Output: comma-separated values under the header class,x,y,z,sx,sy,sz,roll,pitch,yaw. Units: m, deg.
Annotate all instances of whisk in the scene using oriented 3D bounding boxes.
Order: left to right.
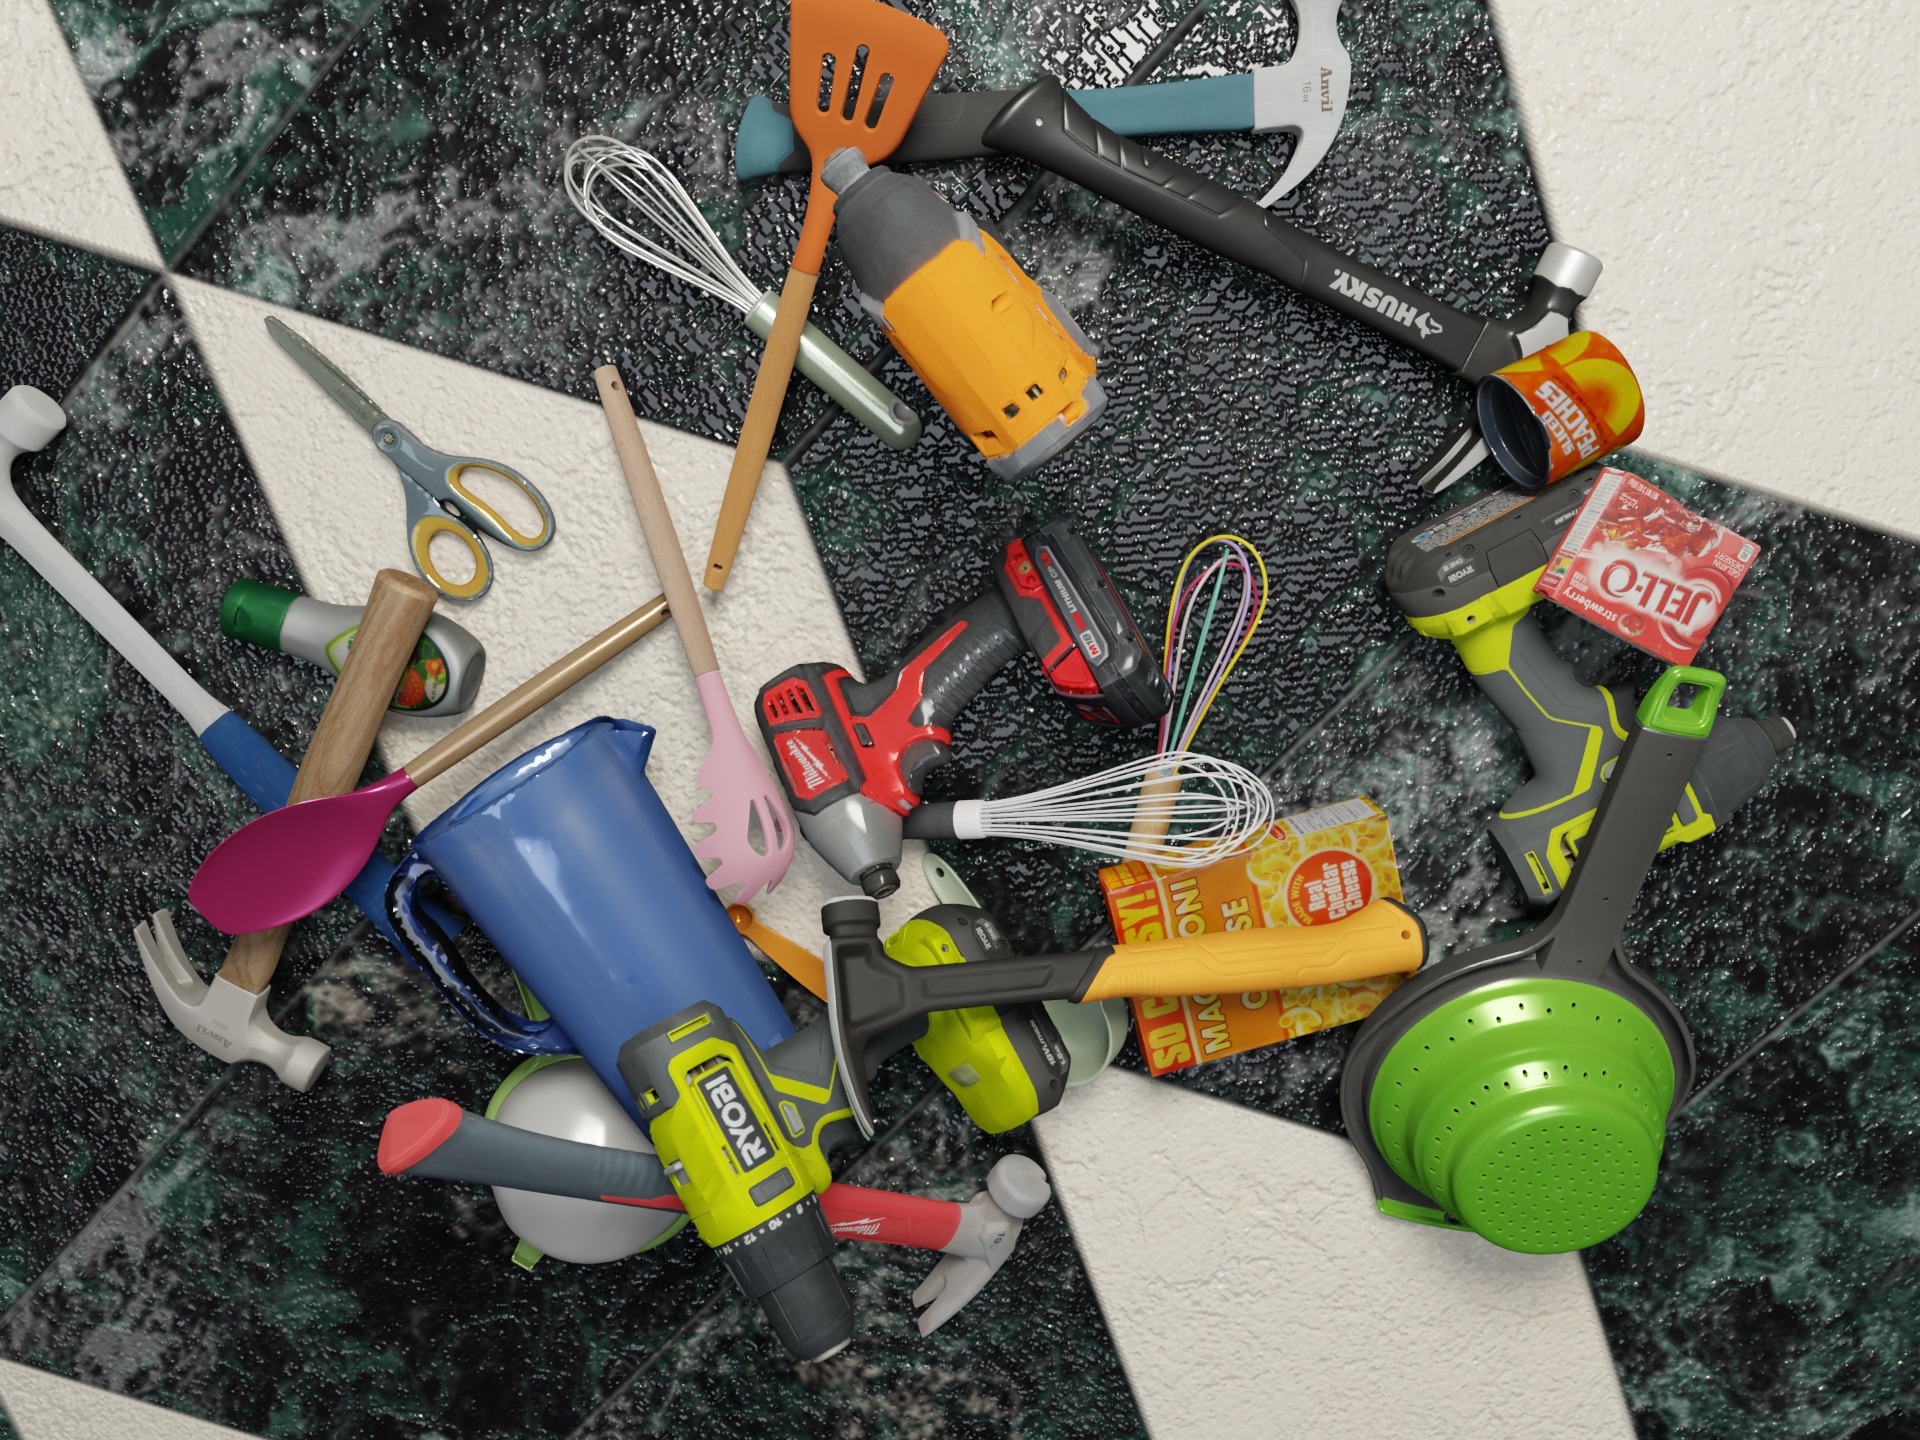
class,x,y,z,sx,sy,sz,roll,pitch,yaw
whisk,-0.119,-0.234,0.886,0.246,0.058,0.059,39,137,-8
whisk,0.037,0.055,0.914,0.284,0.070,0.070,-4,103,19
whisk,0.128,0.012,0.925,0.047,0.051,0.245,12,106,-5

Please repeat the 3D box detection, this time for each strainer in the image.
class,x,y,z,sx,sy,sz,roll,pitch,yaw
strainer,-0.248,0.233,0.983,0.151,0.069,0.256,-14,103,7

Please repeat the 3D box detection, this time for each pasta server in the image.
class,x,y,z,sx,sy,sz,roll,pitch,yaw
pasta server,-0.158,-0.050,0.911,0.040,0.060,0.316,-21,87,48

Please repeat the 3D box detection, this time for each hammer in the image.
class,x,y,z,sx,sy,sz,roll,pitch,yaw
hammer,-0.462,-0.002,0.961,0.144,0.035,0.405,-41,97,11
hammer,-0.385,0.060,0.933,0.130,0.031,0.331,27,106,-3
hammer,-0.141,0.281,0.911,0.386,0.038,0.143,19,119,-28
hammer,0.041,-0.326,0.858,0.331,0.033,0.128,-3,101,4
hammer,0.096,0.144,0.867,0.337,0.034,0.127,-5,68,-10
hammer,0.166,-0.241,0.837,0.334,0.035,0.146,22,105,-14

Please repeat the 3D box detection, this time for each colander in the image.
class,x,y,z,sx,sy,sz,roll,pitch,yaw
colander,0.342,0.163,0.872,0.204,0.095,0.396,10,117,-3

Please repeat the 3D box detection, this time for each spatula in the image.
class,x,y,z,sx,sy,sz,roll,pitch,yaw
spatula,-0.092,-0.215,0.848,0.081,0.041,0.322,17,111,-6

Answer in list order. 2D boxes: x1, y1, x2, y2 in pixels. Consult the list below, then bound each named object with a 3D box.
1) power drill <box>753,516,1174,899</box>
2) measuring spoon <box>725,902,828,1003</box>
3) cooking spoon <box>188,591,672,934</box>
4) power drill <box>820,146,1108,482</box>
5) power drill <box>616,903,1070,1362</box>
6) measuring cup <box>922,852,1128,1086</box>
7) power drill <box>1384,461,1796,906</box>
class,x,y,z,sx,sy,sz,roll,pitch,yaw
power drill,-0.001,-0.003,0.887,0.219,0.078,0.143,-30,64,11
measuring spoon,-0.098,0.150,0.988,0.117,0.011,0.021,38,101,-9
cooking spoon,-0.292,0.018,0.911,0.319,0.017,0.068,-35,126,-10
power drill,0.000,-0.203,0.788,0.084,0.226,0.164,-38,98,11
power drill,-0.053,0.217,0.879,0.190,0.228,0.080,60,144,8
measuring cup,0.037,0.143,0.965,0.168,0.038,0.083,52,124,10
power drill,0.350,-0.026,0.887,0.171,0.080,0.223,-28,103,9
